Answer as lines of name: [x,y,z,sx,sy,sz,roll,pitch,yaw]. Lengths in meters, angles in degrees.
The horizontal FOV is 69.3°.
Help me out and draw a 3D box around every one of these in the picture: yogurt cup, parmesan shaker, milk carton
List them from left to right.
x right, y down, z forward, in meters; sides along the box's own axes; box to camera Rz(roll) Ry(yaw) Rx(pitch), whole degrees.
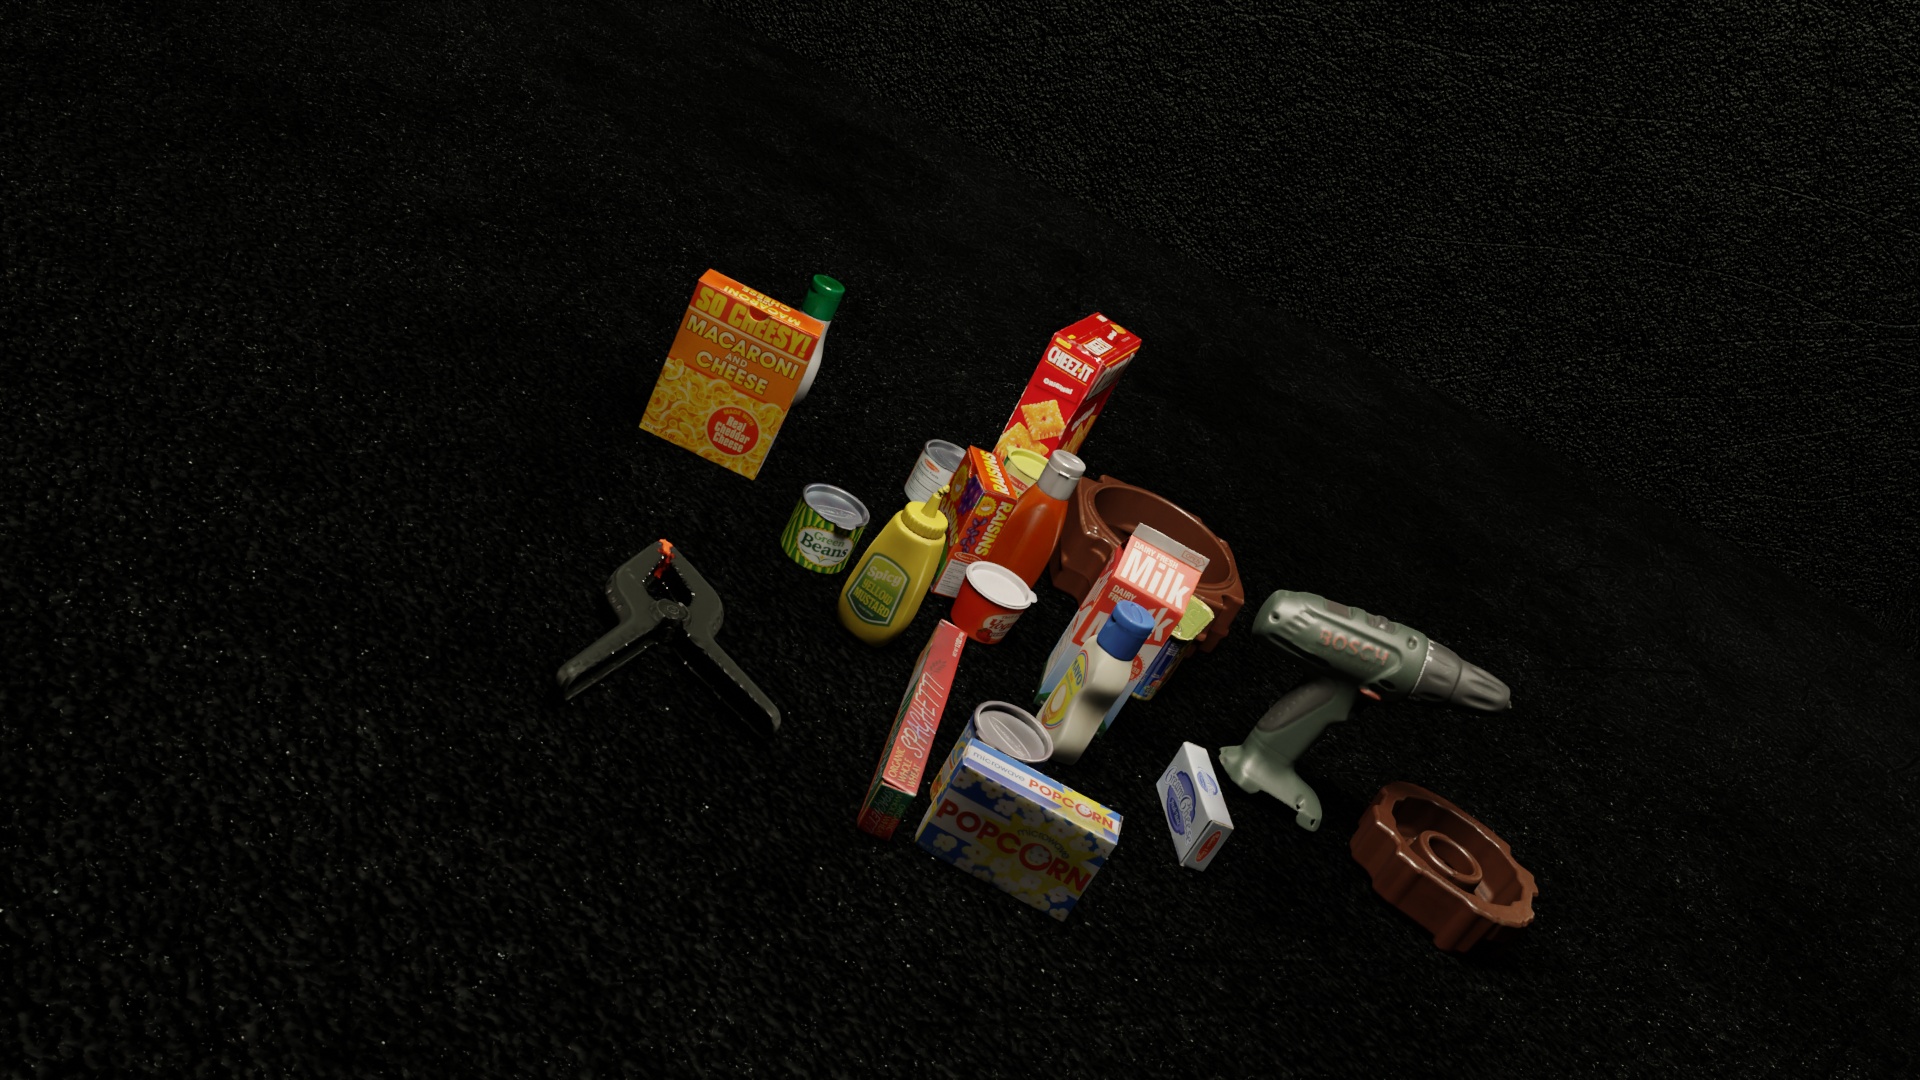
yogurt cup: [0.026,0.060,1.305,0.072,0.053,0.073,23,26,-12]
parmesan shaker: [0.055,-0.038,1.459,0.071,0.102,0.071,23,26,-12]
milk carton: [0.143,0.075,1.237,0.072,0.189,0.074,28,25,-1]

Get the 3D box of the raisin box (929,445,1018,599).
raisin box: [0.005,-0.017,1.346,0.040,0.123,0.086,18,27,-22]

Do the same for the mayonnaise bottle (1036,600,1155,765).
mayonnaise bottle: [0.113,0.118,1.178,0.041,0.147,0.065,20,26,-17]

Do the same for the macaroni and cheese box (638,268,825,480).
macaroni and cheese box: [-0.219,-0.156,1.329,0.124,0.165,0.040,25,25,-8]

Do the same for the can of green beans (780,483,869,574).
can of green beans: [-0.126,-0.011,1.280,0.071,0.057,0.071,23,26,-12]

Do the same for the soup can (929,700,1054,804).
soup can: [0.021,0.175,1.055,0.071,0.083,0.072,23,26,-12]

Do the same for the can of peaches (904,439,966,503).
can of peaches: [-0.018,-0.066,1.488,0.071,0.057,0.071,23,26,-12]

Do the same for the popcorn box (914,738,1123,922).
popcorn box: [0.041,0.210,1.009,0.127,0.085,0.038,28,25,-1]

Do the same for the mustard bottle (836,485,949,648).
mustard bottle: [-0.050,0.016,1.187,0.065,0.159,0.049,34,26,11]

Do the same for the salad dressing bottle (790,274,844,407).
salad dressing bottle: [-0.171,-0.217,1.510,0.044,0.147,0.064,3,36,-43]

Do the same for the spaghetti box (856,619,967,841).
spaghetti box: [-0.035,0.143,1.097,0.029,0.050,0.251,27,26,-3]

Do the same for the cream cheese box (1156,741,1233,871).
cream cheese box: [0.197,0.224,1.176,0.024,0.053,0.104,21,27,-16]

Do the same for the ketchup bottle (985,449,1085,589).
ketchup bottle: [0.076,-0.020,1.394,0.065,0.148,0.044,26,25,-5]
